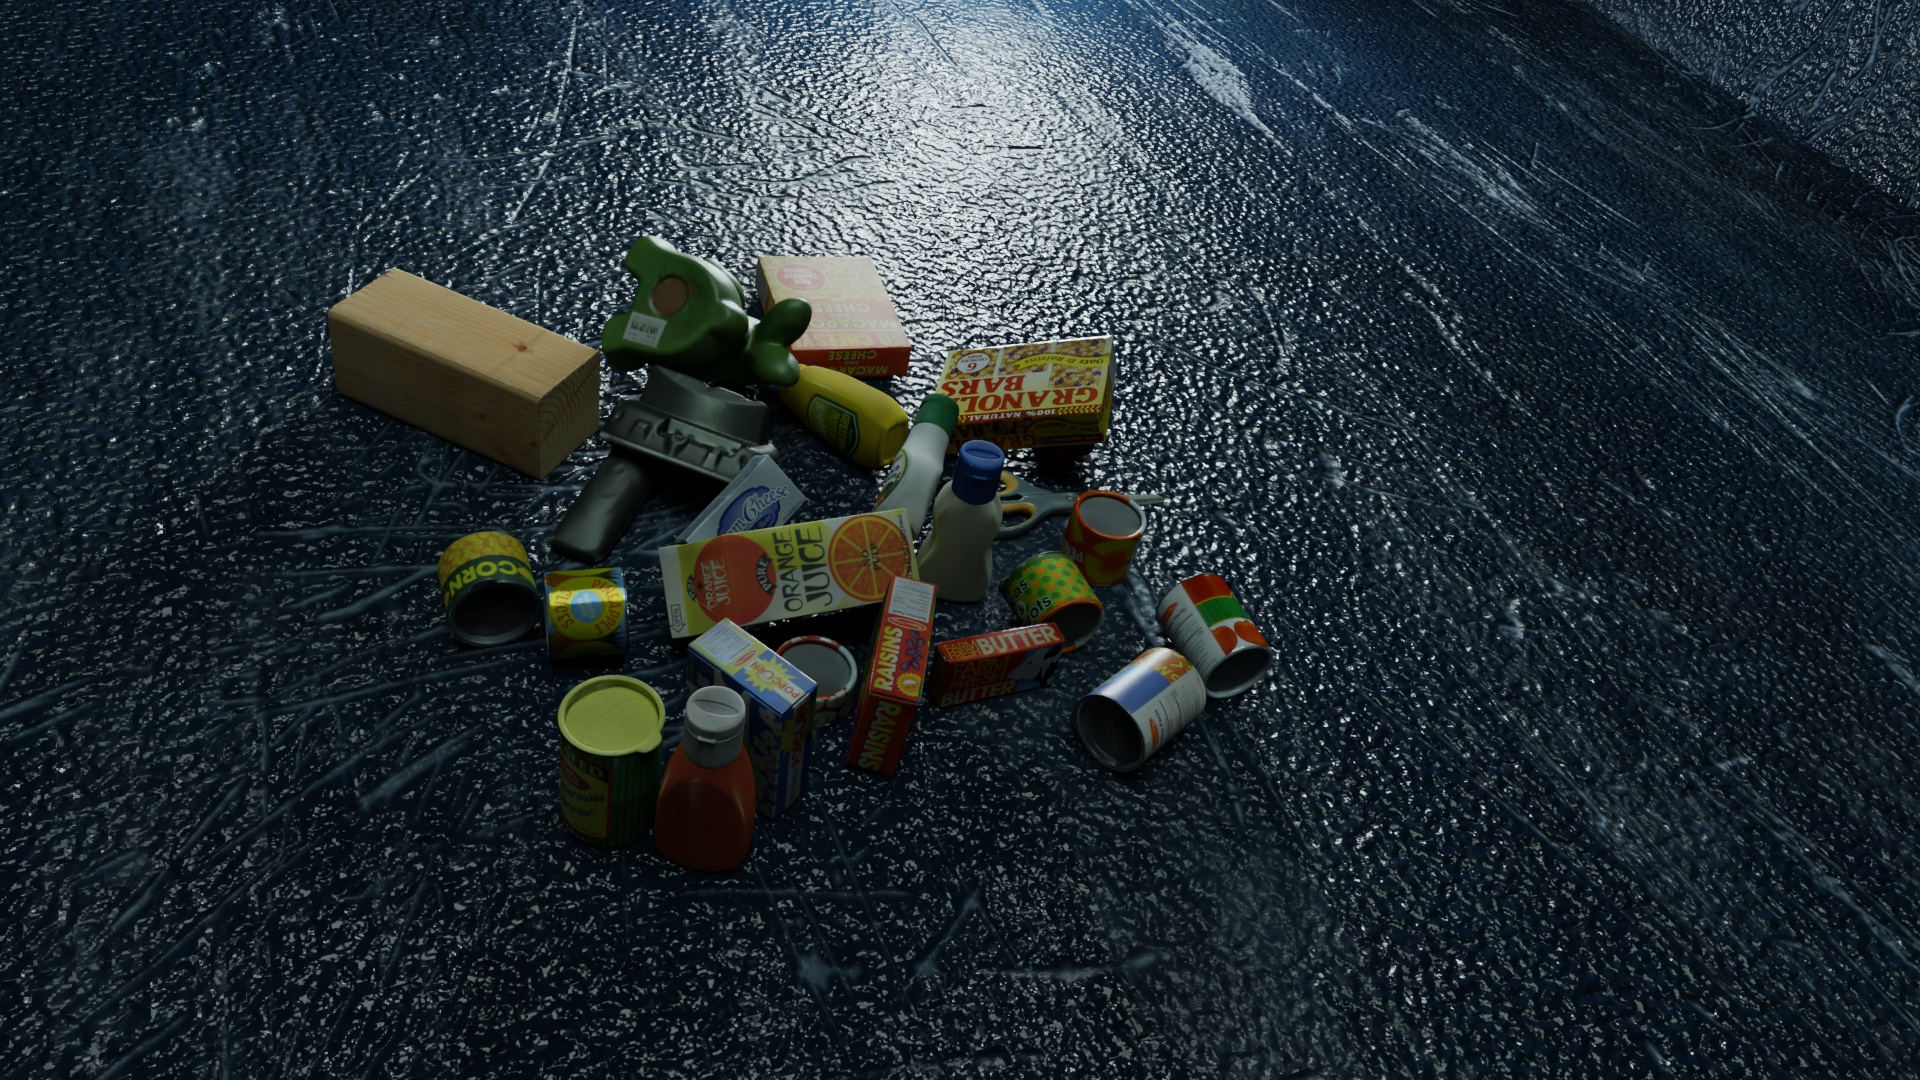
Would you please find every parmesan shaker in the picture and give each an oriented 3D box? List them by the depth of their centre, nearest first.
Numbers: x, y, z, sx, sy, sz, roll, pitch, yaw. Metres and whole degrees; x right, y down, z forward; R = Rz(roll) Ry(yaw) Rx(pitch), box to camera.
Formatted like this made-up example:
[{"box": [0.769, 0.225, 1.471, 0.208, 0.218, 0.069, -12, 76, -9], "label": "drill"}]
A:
[{"box": [-0.229, 0.149, 0.916, 0.071, 0.102, 0.072, 8, 41, -7], "label": "parmesan shaker"}]

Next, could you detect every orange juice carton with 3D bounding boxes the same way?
[{"box": [-0.136, 0.026, 1.082, 0.193, 0.073, 0.072, -9, 87, -24], "label": "orange juice carton"}]

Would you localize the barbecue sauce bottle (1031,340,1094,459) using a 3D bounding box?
[{"box": [0.096, -0.141, 1.374, 0.065, 0.043, 0.149, 0, 42, -2], "label": "barbecue sauce bottle"}]

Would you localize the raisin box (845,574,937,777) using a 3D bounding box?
[{"box": [-0.050, 0.099, 1.034, 0.040, 0.085, 0.124, 16, 41, -6], "label": "raisin box"}]

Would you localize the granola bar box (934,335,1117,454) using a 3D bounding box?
[{"box": [0.060, -0.137, 1.315, 0.165, 0.039, 0.125, -3, 41, 16], "label": "granola bar box"}]

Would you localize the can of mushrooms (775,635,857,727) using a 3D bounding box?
[{"box": [-0.114, 0.106, 1.049, 0.071, 0.033, 0.071, 8, 42, -8], "label": "can of mushrooms"}]

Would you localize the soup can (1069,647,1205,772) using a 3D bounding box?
[{"box": [0.137, 0.128, 1.072, 0.071, 0.071, 0.084, 38, 46, 25], "label": "soup can"}]

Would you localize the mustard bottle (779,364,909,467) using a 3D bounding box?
[{"box": [-0.120, -0.125, 1.284, 0.160, 0.065, 0.049, 31, 39, 27], "label": "mustard bottle"}]

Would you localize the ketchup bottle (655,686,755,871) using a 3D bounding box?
[{"box": [-0.162, 0.155, 0.894, 0.065, 0.148, 0.044, 13, 43, -1], "label": "ketchup bottle"}]

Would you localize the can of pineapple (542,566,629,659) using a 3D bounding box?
[{"box": [-0.278, 0.054, 1.033, 0.058, 0.070, 0.071, -4, 44, -18], "label": "can of pineapple"}]

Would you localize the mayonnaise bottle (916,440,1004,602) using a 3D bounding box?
[{"box": [0.004, -0.014, 1.128, 0.065, 0.147, 0.041, 10, 41, -5], "label": "mayonnaise bottle"}]

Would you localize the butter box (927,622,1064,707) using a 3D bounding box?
[{"box": [0.028, 0.097, 1.084, 0.104, 0.052, 0.024, -8, 44, -24], "label": "butter box"}]

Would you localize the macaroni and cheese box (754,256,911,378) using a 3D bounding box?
[{"box": [-0.131, -0.227, 1.408, 0.124, 0.040, 0.167, -4, 44, -20], "label": "macaroni and cheese box"}]

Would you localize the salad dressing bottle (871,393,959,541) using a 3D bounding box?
[{"box": [-0.037, -0.066, 1.223, 0.044, 0.064, 0.148, 28, 54, -11], "label": "salad dressing bottle"}]

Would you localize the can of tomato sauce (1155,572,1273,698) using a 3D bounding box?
[{"box": [0.211, 0.078, 1.146, 0.071, 0.070, 0.083, -8, 46, -23], "label": "can of tomato sauce"}]

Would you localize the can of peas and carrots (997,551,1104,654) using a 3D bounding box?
[{"box": [0.074, 0.052, 1.136, 0.071, 0.070, 0.059, -9, 47, -25], "label": "can of peas and carrots"}]

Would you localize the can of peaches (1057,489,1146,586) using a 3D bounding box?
[{"box": [0.122, -0.003, 1.217, 0.071, 0.057, 0.071, 9, 42, -8], "label": "can of peaches"}]

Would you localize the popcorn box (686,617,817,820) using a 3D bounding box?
[{"box": [-0.144, 0.124, 0.950, 0.085, 0.126, 0.038, 33, 49, 20], "label": "popcorn box"}]

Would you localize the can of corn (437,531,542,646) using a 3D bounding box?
[{"box": [-0.351, 0.034, 1.033, 0.071, 0.070, 0.058, -9, 45, -24], "label": "can of corn"}]

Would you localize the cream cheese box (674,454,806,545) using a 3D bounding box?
[{"box": [-0.178, -0.017, 1.129, 0.053, 0.024, 0.104, 50, 63, -22], "label": "cream cheese box"}]
